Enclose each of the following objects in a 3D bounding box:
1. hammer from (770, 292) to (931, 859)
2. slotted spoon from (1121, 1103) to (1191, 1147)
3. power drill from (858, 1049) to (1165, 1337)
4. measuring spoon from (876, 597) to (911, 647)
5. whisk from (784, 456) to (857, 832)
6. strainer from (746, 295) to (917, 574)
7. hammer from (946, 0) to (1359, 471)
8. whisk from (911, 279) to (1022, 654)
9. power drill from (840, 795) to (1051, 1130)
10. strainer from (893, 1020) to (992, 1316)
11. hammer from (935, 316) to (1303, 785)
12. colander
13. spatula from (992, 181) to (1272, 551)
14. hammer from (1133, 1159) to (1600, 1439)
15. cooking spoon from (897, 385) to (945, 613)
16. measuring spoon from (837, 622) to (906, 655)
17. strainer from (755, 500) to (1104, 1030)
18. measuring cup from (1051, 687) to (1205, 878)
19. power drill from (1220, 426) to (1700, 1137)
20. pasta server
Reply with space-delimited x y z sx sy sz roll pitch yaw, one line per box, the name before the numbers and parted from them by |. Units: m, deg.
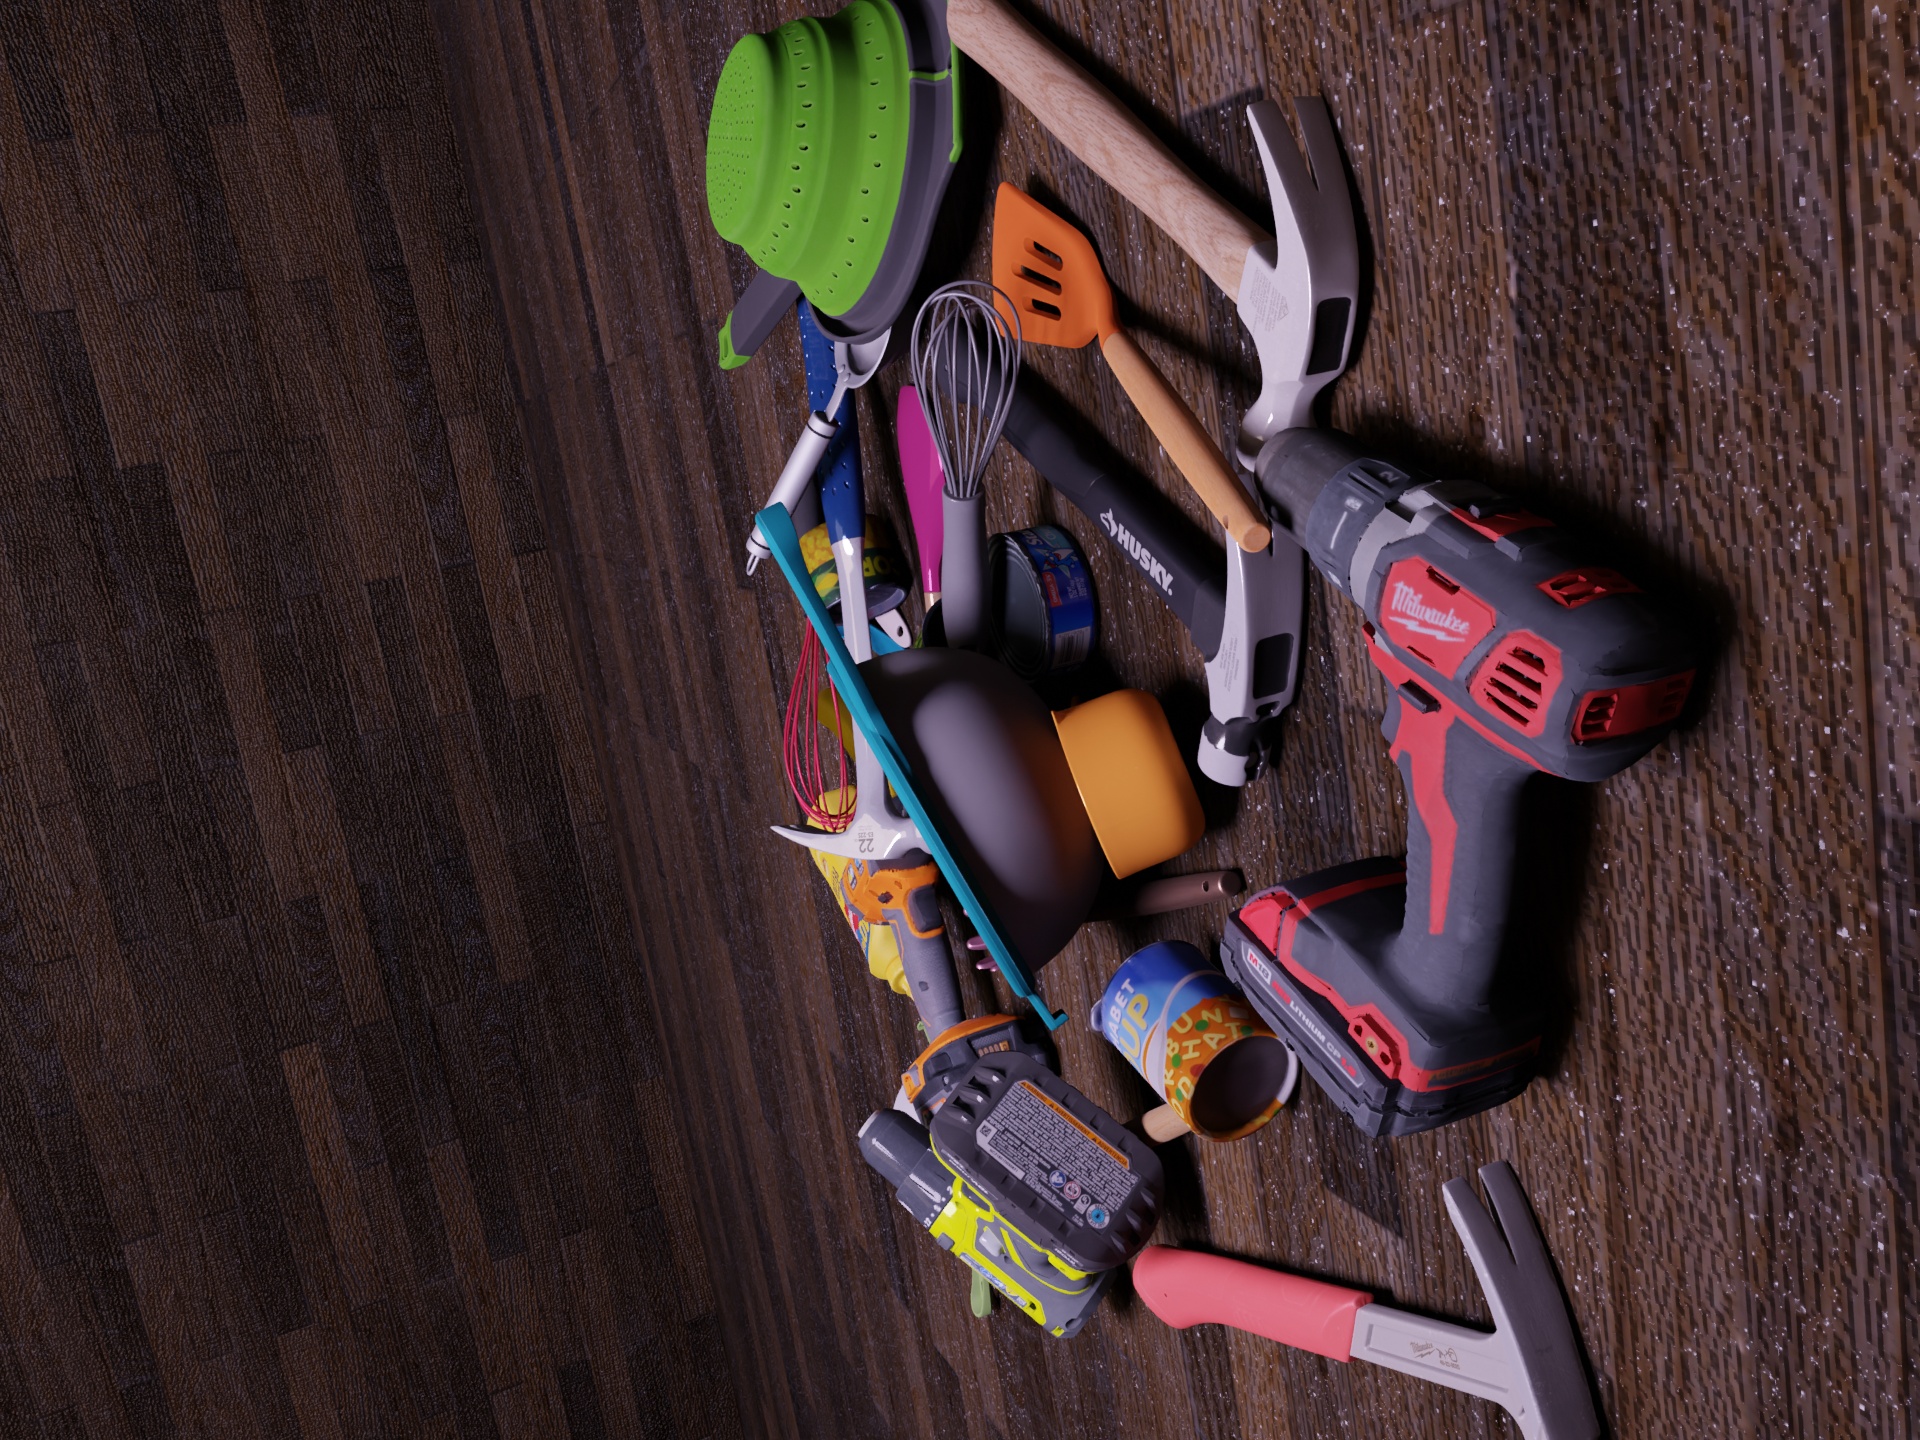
hammer | -0.079 -0.108 1.063 0.144 0.035 0.405 -10 83 34
slotted spoon | 0.101 0.253 0.952 0.070 0.031 0.313 53 153 10
power drill | 0.025 0.288 0.987 0.190 0.080 0.228 37 151 11
measuring spoon | -0.063 -0.098 1.175 0.124 0.018 0.034 55 133 31
whisk | -0.102 -0.060 1.166 0.073 0.073 0.296 139 126 -68
strainer | -0.083 -0.197 1.019 0.258 0.050 0.087 -58 37 28
hammer | 0.071 -0.250 0.692 0.130 0.031 0.332 96 152 -44
whisk | 0.005 -0.121 0.838 0.238 0.055 0.055 89 156 -44
power drill | -0.016 0.164 1.117 0.164 0.084 0.227 115 137 -60
strainer | -0.013 0.379 1.271 0.152 0.069 0.256 -143 45 -60
hammer | 0.065 -0.123 0.790 0.335 0.035 0.146 -125 28 -45
colander | -0.120 -0.306 0.970 0.397 0.094 0.204 156 113 -63
spatula | 0.067 -0.154 0.700 0.323 0.041 0.081 -109 16 -54
hammer | 0.171 0.281 0.775 0.359 0.036 0.149 148 107 -68
cooking spoon | -0.014 -0.061 1.057 0.069 0.017 0.318 -151 50 -66
measuring spoon | -0.063 -0.068 1.195 0.129 0.021 0.042 37 135 46
strainer | -0.001 -0.003 0.819 0.211 0.095 0.340 58 175 43
measuring cup | 0.086 0.013 0.816 0.174 0.052 0.095 -87 -26 -69
power drill | 0.158 0.015 0.582 0.188 0.080 0.226 -129 34 -48
pasta server | 0.073 0.108 0.916 0.316 0.040 0.060 151 115 -68
